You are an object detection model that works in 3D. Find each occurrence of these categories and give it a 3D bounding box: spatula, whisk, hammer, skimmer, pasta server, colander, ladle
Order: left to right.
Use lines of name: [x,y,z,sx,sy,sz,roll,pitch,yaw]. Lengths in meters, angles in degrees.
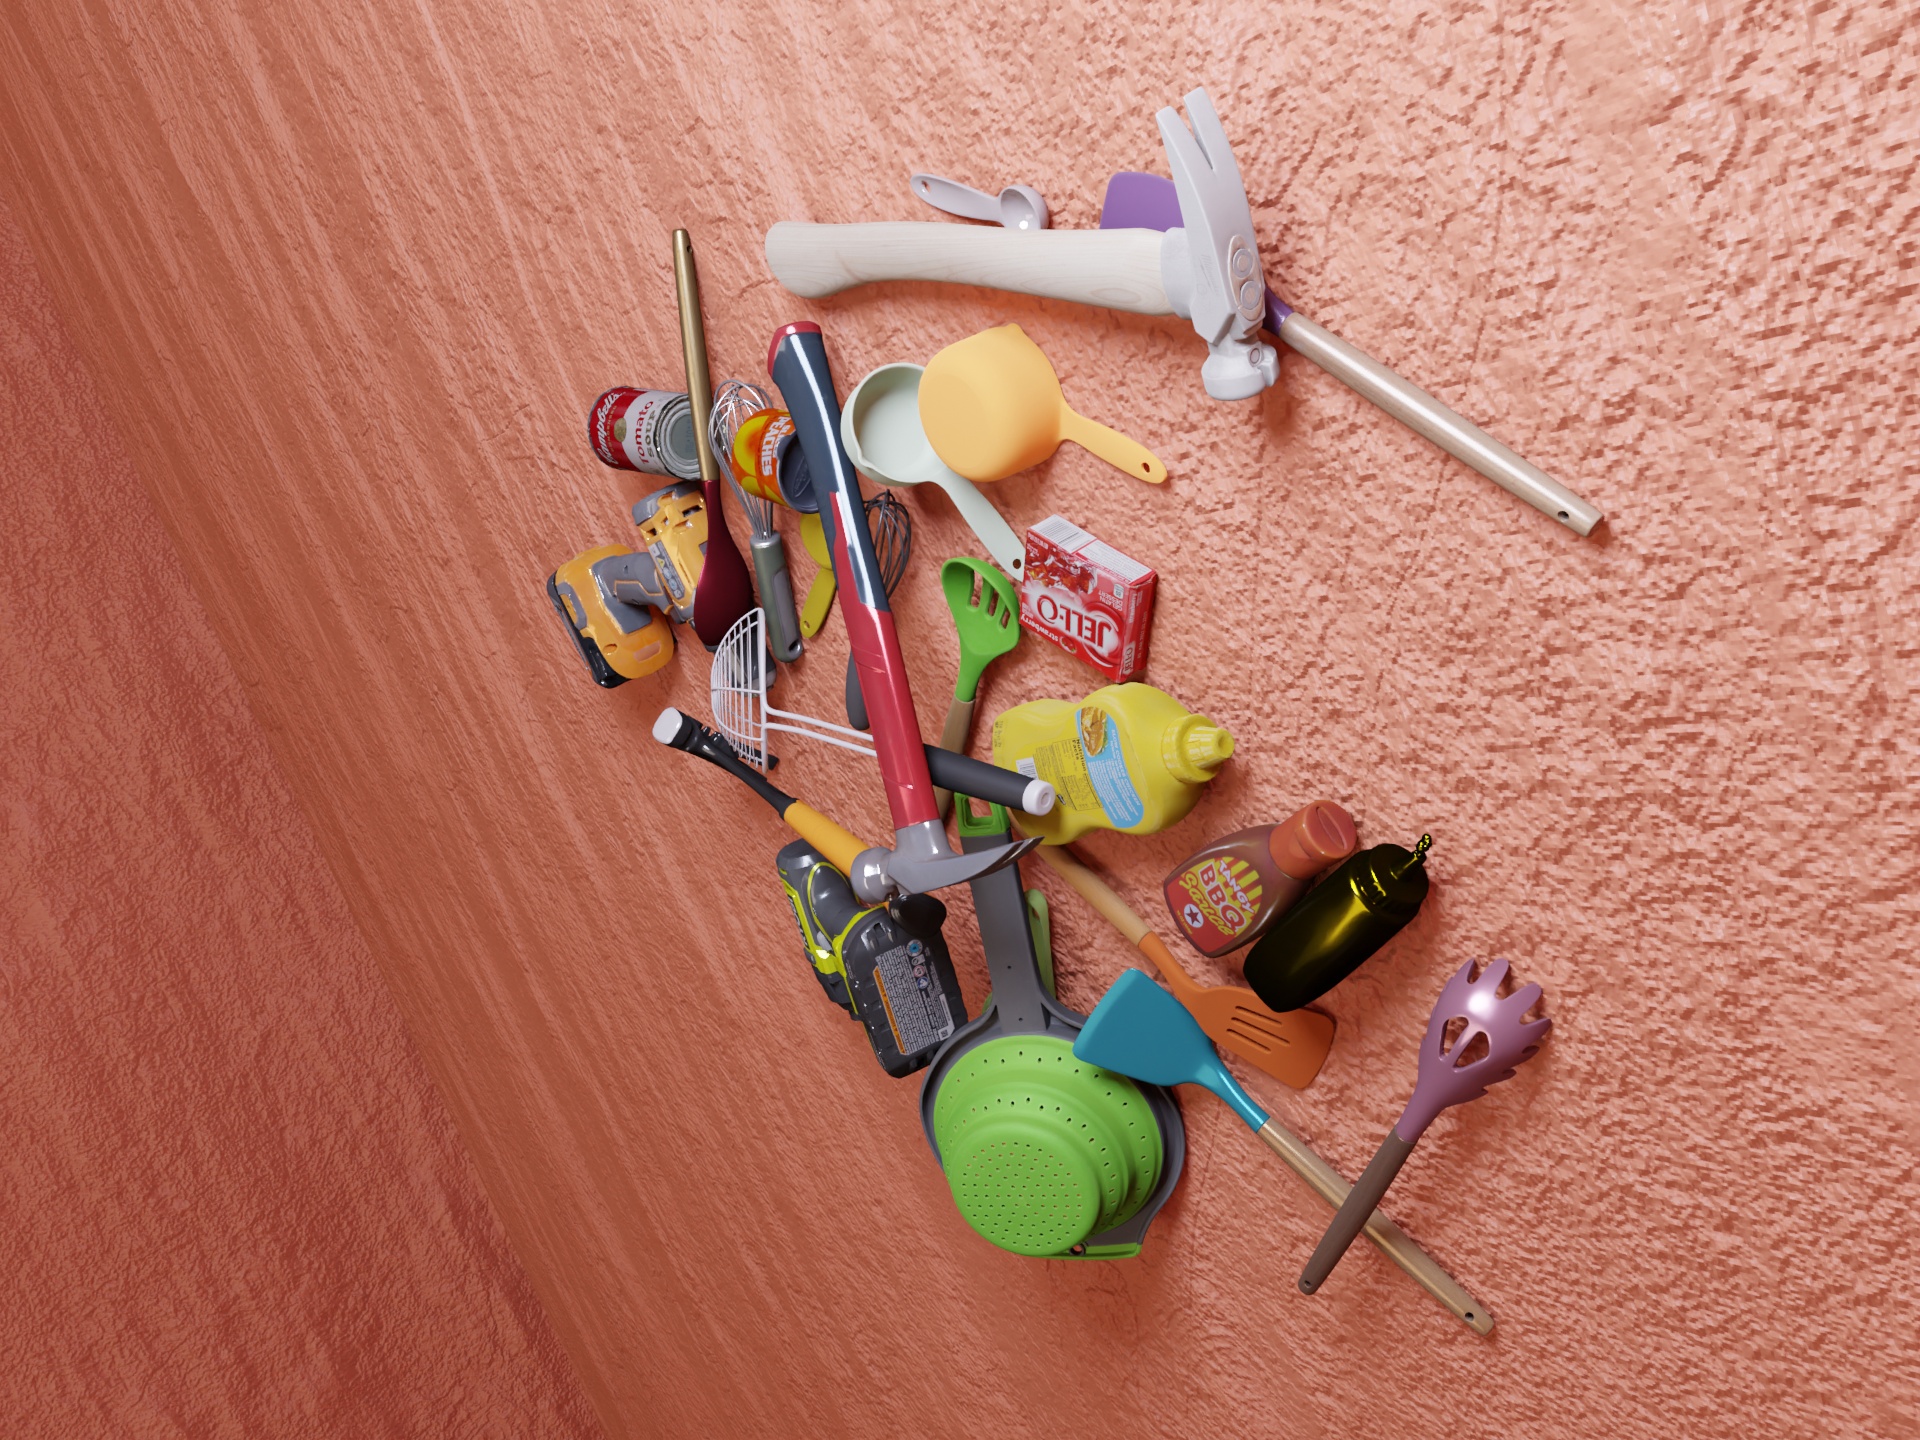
ladle: [-0.193,-0.209,1.208,0.031,0.069,0.315,4,109,27]
whisk: [-0.150,-0.147,1.219,0.059,0.058,0.246,21,135,33]
hammer: [-0.116,0.083,1.247,0.127,0.034,0.337,30,-179,-44]
whisk: [-0.067,-0.073,1.164,0.055,0.055,0.238,41,146,26]
skimmer: [-0.059,0.005,1.141,0.363,0.090,0.127,16,112,40]
hammer: [-0.052,-0.081,1.037,0.143,0.038,0.386,-19,82,39]
hammer: [0.005,-0.272,0.902,0.411,0.038,0.146,22,141,48]
colander: [0.040,0.244,1.142,0.204,0.094,0.397,-6,107,20]
spatula: [0.117,0.131,1.094,0.323,0.041,0.081,43,144,31]
spatula: [0.216,0.291,1.055,0.318,0.044,0.082,40,111,23]
spatula: [0.181,-0.184,0.782,0.316,0.018,0.059,43,144,26]
pasta server: [0.264,0.259,0.960,0.060,0.040,0.316,41,138,27]

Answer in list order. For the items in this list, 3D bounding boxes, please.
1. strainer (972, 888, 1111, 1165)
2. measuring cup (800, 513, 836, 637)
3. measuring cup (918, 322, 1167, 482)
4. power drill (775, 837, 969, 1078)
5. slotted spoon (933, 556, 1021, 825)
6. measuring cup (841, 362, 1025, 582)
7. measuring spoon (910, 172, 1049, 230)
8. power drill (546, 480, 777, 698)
strainer: [0.047,0.244,1.224,0.152,0.069,0.256,27,135,40]
measuring cup: [-0.108,-0.108,1.203,0.062,0.029,0.156,49,143,17]
measuring cup: [0.043,-0.170,0.940,0.174,0.052,0.095,35,138,36]
power drill: [-0.077,0.200,1.318,0.223,0.080,0.171,24,133,65]
slotted spoon: [-0.002,-0.004,1.140,0.070,0.031,0.313,38,144,20]
measuring cup: [-0.012,-0.153,1.026,0.167,0.083,0.038,50,163,-14]
measuring spoon: [0.012,-0.304,0.923,0.124,0.018,0.034,34,151,44]
power drill: [-0.251,-0.090,1.364,0.226,0.084,0.185,-18,101,51]
